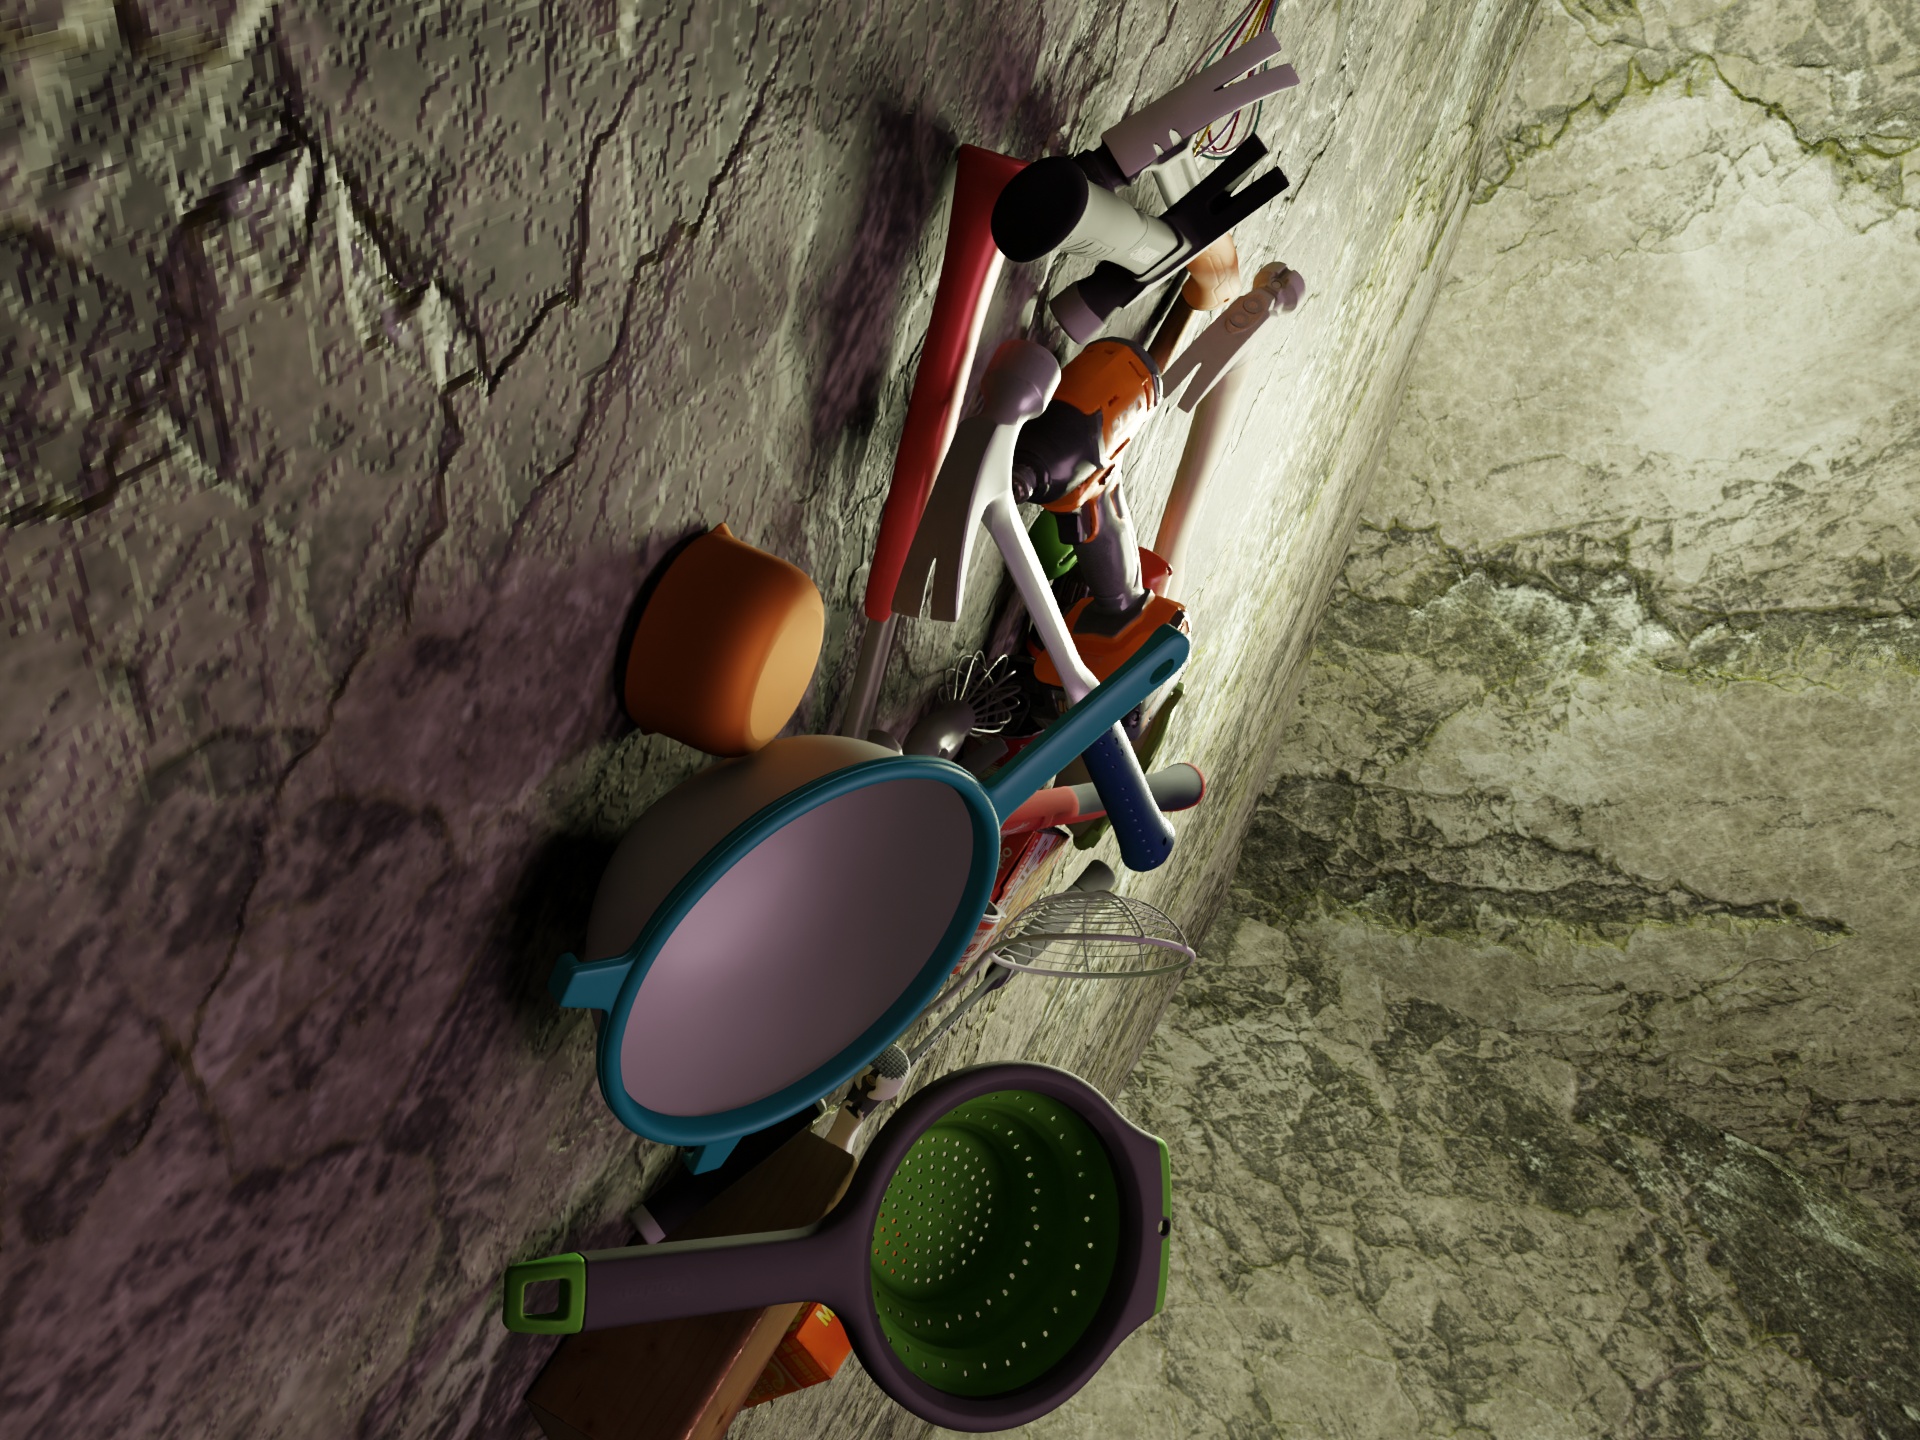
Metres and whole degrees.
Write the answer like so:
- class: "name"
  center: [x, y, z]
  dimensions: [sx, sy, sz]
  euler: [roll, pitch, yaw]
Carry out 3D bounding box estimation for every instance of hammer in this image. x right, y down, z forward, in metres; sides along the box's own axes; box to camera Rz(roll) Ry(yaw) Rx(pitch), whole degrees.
- class: "hammer"
  center: [0.021, 0.219, 1.297]
  dimensions: [0.409, 0.036, 0.149]
  euler: [-35, 158, -50]
- class: "hammer"
  center: [0.061, -0.017, 0.883]
  dimensions: [0.144, 0.035, 0.405]
  euler: [-65, 151, -23]
- class: "hammer"
  center: [0.078, -0.236, 0.757]
  dimensions: [0.146, 0.035, 0.335]
  euler: [-34, -178, 20]
- class: "hammer"
  center: [0.082, 0.050, 1.081]
  dimensions: [0.143, 0.038, 0.386]
  euler: [-38, 162, 30]
- class: "hammer"
  center: [-0.030, -0.097, 0.786]
  dimensions: [0.149, 0.037, 0.359]
  euler: [-49, 157, -63]
- class: "hammer"
  center: [0.154, -0.319, 0.997]
  dimensions: [0.127, 0.034, 0.337]
  euler: [-30, 173, 12]
- class: "hammer"
  center: [0.180, -0.185, 1.288]
  dimensions: [0.146, 0.038, 0.410]
  euler: [-47, 164, -22]

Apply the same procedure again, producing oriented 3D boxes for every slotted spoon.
- class: "slotted spoon"
  center: [0.121, -0.223, 1.132]
  dimensions: [0.314, 0.031, 0.070]
  euler: [-62, 156, -22]

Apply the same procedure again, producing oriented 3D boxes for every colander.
- class: "colander"
  center: [-0.065, 0.291, 0.891]
  dimensions: [0.396, 0.094, 0.204]
  euler: [4, 85, -30]

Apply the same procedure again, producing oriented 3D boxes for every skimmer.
- class: "skimmer"
  center: [-0.021, 0.213, 0.947]
  dimensions: [0.363, 0.090, 0.127]
  euler: [-34, 171, -21]

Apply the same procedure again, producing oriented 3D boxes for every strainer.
- class: "strainer"
  center: [0.105, 0.032, 1.366]
  dimensions: [0.151, 0.069, 0.256]
  euler: [-60, -176, -8]
- class: "strainer"
  center: [-0.042, 0.043, 0.734]
  dimensions: [0.340, 0.095, 0.210]
  euler: [-39, 146, -17]

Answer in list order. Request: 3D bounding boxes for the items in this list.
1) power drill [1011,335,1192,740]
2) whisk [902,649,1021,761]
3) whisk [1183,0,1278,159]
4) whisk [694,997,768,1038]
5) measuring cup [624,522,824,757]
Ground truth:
- class: "power drill"
  center: [0.078, -0.103, 0.987]
  dimensions: [0.164, 0.084, 0.226]
  euler: [-48, 137, -46]
- class: "whisk"
  center: [0.000, -0.003, 0.940]
  dimensions: [0.239, 0.055, 0.055]
  euler: [-47, 157, -75]
- class: "whisk"
  center: [0.194, -0.453, 1.014]
  dimensions: [0.245, 0.051, 0.047]
  euler: [-65, 159, -16]
- class: "whisk"
  center: [-0.115, 0.186, 0.905]
  dimensions: [0.070, 0.070, 0.284]
  euler: [-64, 169, -9]
- class: "measuring cup"
  center: [-0.082, -0.029, 0.696]
  dimensions: [0.095, 0.052, 0.173]
  euler: [-68, 165, 7]
